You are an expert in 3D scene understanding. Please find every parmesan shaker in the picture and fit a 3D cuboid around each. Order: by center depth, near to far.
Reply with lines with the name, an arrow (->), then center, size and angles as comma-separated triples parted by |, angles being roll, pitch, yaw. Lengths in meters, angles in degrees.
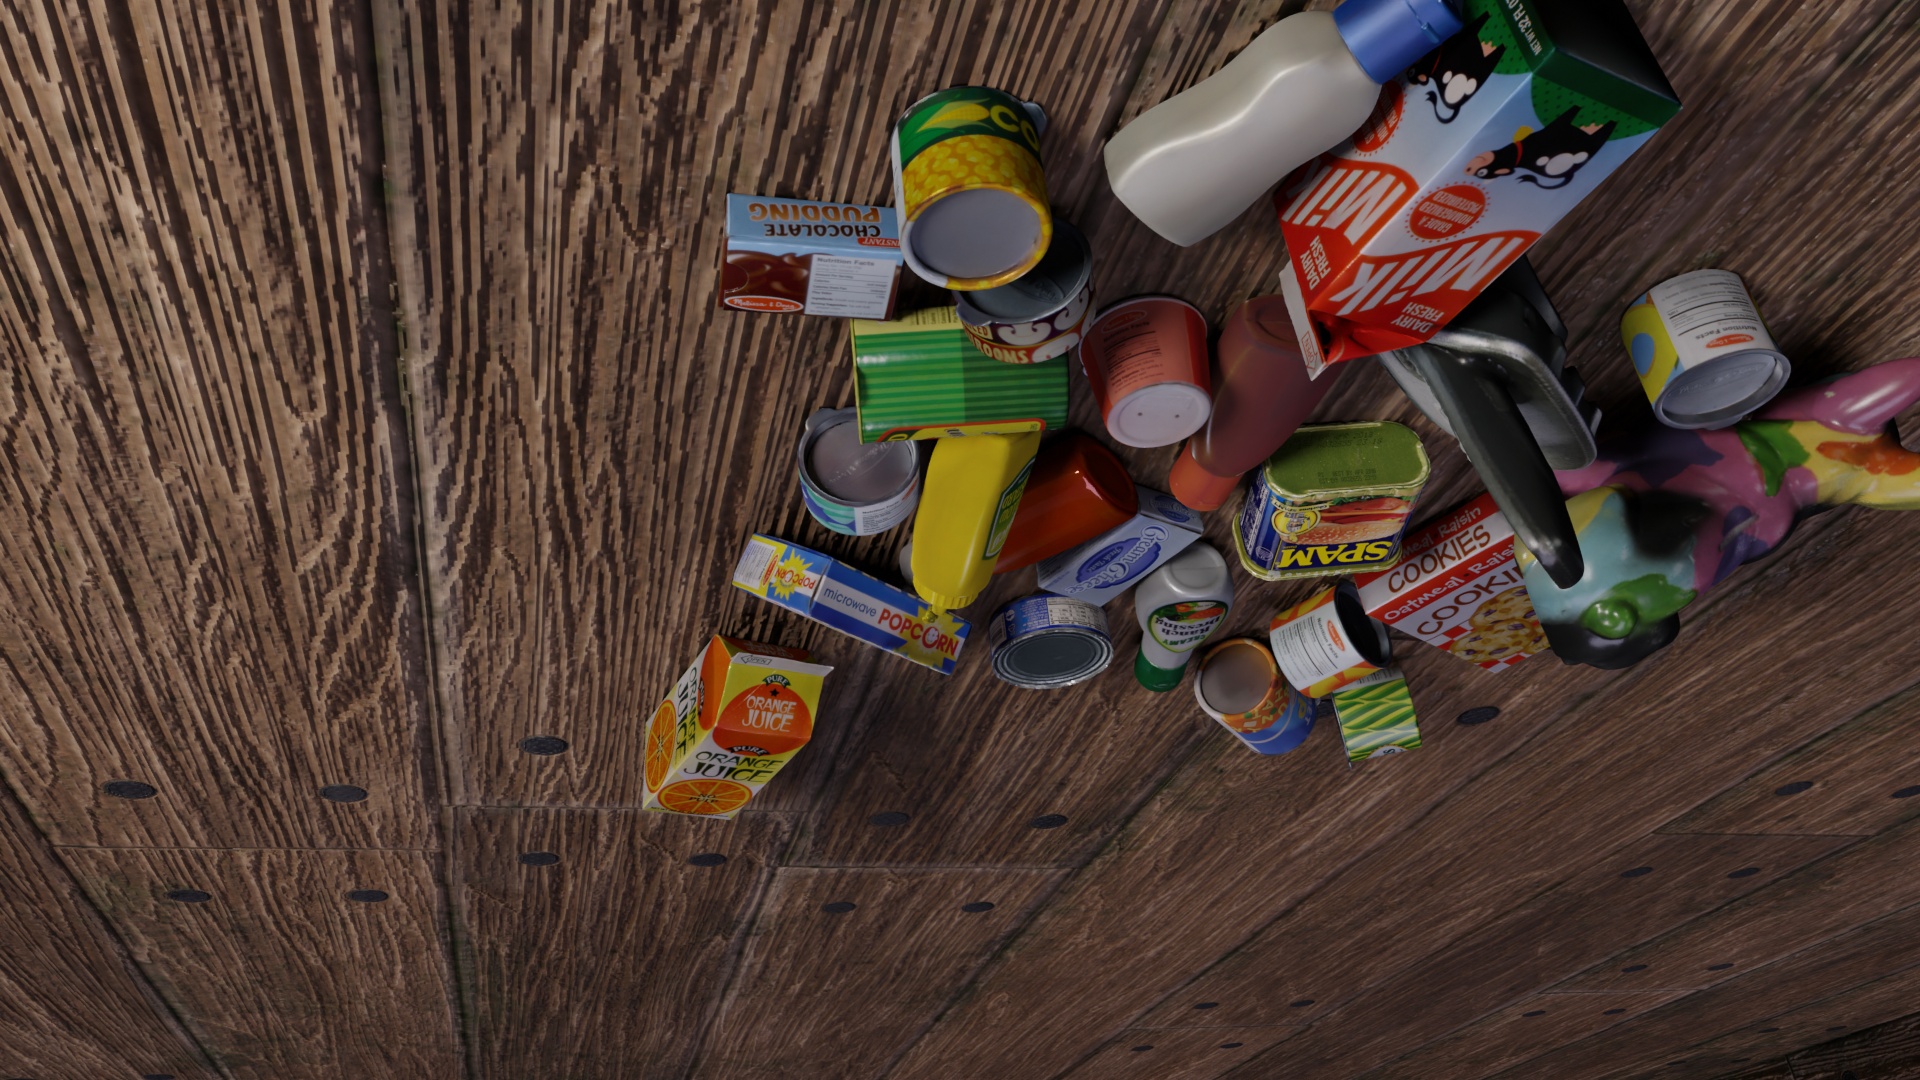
parmesan shaker -> -0.001, -0.083, 0.687 | 0.103, 0.071, 0.071 | -4, 147, -2

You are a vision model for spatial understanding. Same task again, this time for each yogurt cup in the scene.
yogurt cup -> 0.098, -0.085, 0.718 | 0.072, 0.054, 0.072 | -5, 147, -3

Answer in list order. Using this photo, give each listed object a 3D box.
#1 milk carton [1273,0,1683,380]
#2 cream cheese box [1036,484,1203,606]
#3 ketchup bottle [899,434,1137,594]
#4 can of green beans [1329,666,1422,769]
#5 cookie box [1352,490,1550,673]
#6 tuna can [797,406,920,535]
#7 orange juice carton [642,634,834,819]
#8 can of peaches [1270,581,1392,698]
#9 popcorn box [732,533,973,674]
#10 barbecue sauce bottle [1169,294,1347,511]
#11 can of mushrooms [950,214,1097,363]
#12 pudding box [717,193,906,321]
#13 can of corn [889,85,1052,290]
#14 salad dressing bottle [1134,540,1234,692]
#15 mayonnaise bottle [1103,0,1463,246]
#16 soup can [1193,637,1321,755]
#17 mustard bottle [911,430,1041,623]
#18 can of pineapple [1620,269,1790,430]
milk carton -> 0.205, -0.154, 0.610 | 0.073, 0.072, 0.189 | 11, 144, -25
cream cheese box -> 0.100, 0.005, 0.886 | 0.053, 0.024, 0.103 | 17, 141, -32
ketchup bottle -> 0.030, -0.009, 0.834 | 0.148, 0.044, 0.064 | -27, 136, 30
can of green beans -> 0.325, 0.137, 1.090 | 0.058, 0.071, 0.071 | -14, 146, 12
cookie box -> 0.369, 0.029, 0.952 | 0.167, 0.040, 0.122 | 21, 136, -36
tuna can -> -0.056, -0.039, 0.756 | 0.071, 0.071, 0.032 | -4, 148, -3
orange juice carton -> -0.161, 0.128, 0.990 | 0.072, 0.073, 0.191 | 13, 142, -27
can of peaches -> 0.261, 0.070, 0.978 | 0.071, 0.071, 0.058 | 23, 137, -37
popcorn box -> -0.066, 0.040, 0.862 | 0.126, 0.038, 0.085 | 28, 171, -41
barbecue sauce bottle -> 0.155, -0.070, 0.760 | 0.065, 0.044, 0.147 | 2, 147, -13
can of mushrooms -> 0.028, -0.115, 0.644 | 0.071, 0.071, 0.033 | -10, 149, 6
pudding box -> -0.069, -0.130, 0.642 | 0.084, 0.030, 0.049 | 2, 148, -12
can of corn -> 0.007, -0.151, 0.595 | 0.071, 0.058, 0.070 | -4, 148, -3
salad dressing bottle -> 0.148, 0.056, 0.956 | 0.064, 0.044, 0.147 | -4, 148, -5
mayonnaise bottle -> 0.134, -0.184, 0.582 | 0.147, 0.041, 0.065 | -31, 141, 32
soup can -> 0.224, 0.116, 1.042 | 0.071, 0.071, 0.083 | -22, 144, 24
mustard bottle -> 0.003, -0.010, 0.780 | 0.049, 0.066, 0.159 | 27, 131, 13
can of pineapple -> 0.393, -0.100, 0.738 | 0.071, 0.058, 0.070 | -4, 148, -2
